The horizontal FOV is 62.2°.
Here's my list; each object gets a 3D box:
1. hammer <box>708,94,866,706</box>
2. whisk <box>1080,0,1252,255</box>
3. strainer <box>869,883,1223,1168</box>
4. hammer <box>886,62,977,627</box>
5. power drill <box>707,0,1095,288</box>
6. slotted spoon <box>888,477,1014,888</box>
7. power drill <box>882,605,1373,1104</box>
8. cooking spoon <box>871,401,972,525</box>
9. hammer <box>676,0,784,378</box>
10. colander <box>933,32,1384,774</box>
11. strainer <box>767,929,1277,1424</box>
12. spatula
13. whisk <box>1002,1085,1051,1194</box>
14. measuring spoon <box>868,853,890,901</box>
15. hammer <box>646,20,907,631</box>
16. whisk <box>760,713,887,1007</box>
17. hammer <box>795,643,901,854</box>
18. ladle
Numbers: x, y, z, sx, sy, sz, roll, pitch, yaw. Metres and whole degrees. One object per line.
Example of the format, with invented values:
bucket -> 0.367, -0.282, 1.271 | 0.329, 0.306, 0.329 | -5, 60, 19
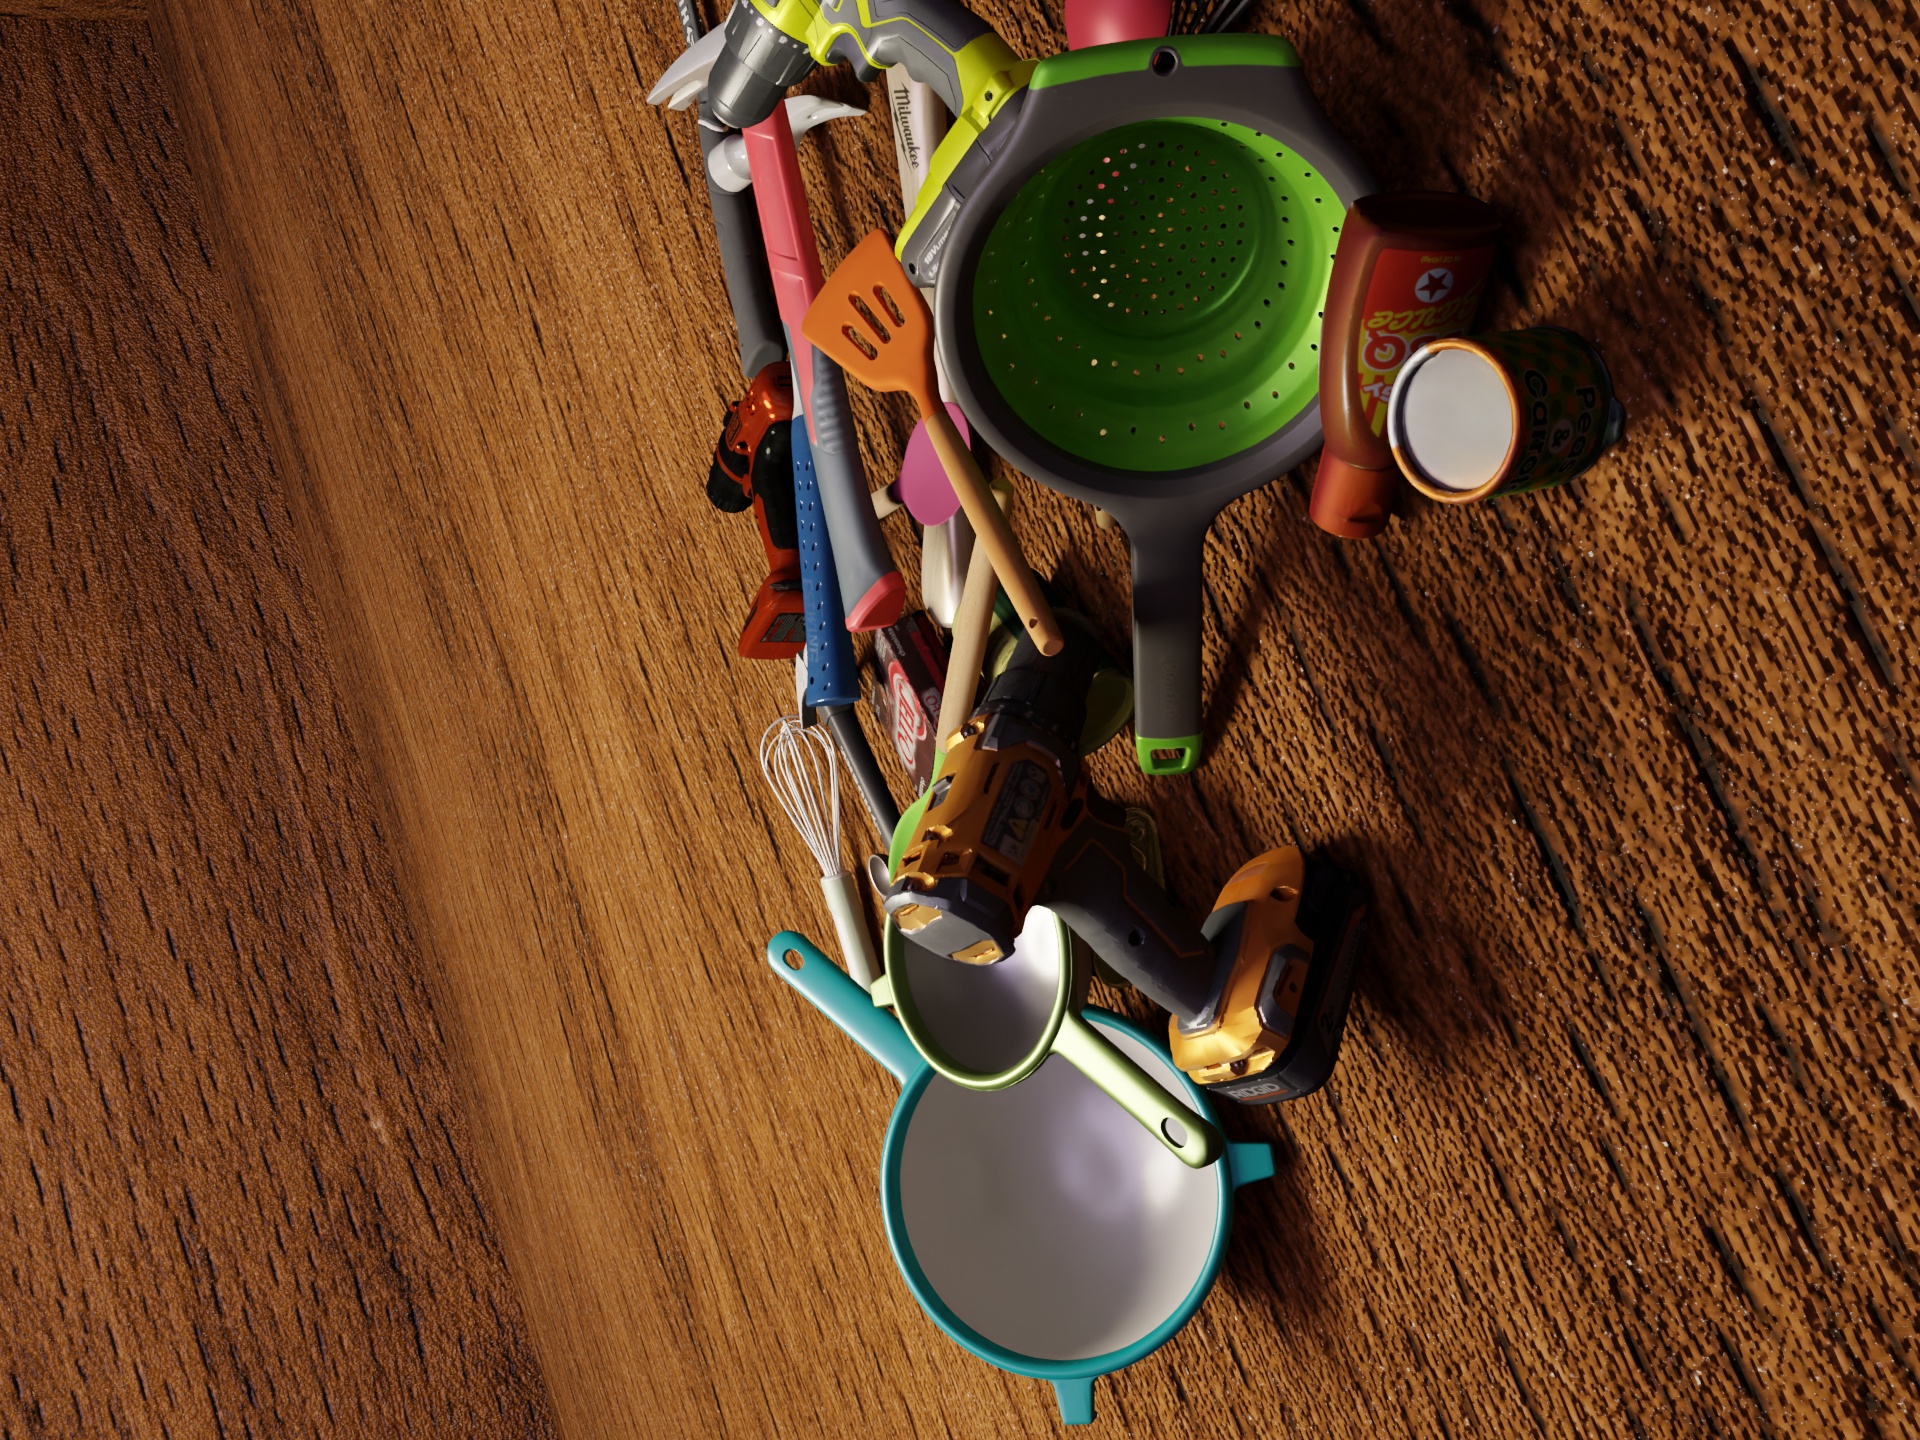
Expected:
hammer -> -0.100, -0.213, 1.055 | 0.144, 0.035, 0.405 | -11, 83, 49
whisk -> 0.101, -0.310, 0.763 | 0.055, 0.055, 0.238 | 61, 149, 23
strainer -> 0.061, 0.153, 0.869 | 0.257, 0.069, 0.151 | 36, 114, 40
hammer -> -0.009, -0.259, 0.964 | 0.146, 0.038, 0.410 | 15, 114, 53
power drill -> -0.038, -0.347, 0.866 | 0.228, 0.080, 0.190 | 53, 129, 11
slotted spoon -> -0.001, -0.003, 0.934 | 0.070, 0.031, 0.313 | 49, 141, 39
power drill -> 0.089, 0.064, 0.776 | 0.084, 0.226, 0.185 | -35, 27, 56
cooking spoon -> -0.045, -0.143, 1.019 | 0.319, 0.017, 0.069 | 173, 94, -70
hammer -> -0.190, -0.458, 1.174 | 0.149, 0.036, 0.409 | -6, 97, 59
colander -> 0.098, -0.144, 0.781 | 0.095, 0.204, 0.396 | -88, -7, -49
strainer -> 0.019, 0.240, 0.977 | 0.341, 0.095, 0.211 | 36, 92, 24
spatula -> -0.012, -0.149, 0.850 | 0.081, 0.041, 0.323 | -46, 44, 24
whisk -> 0.049, 0.210, 1.033 | 0.073, 0.073, 0.296 | 14, 107, 55
measuring spoon -> -0.039, 0.156, 1.192 | 0.034, 0.018, 0.124 | -13, 98, 61
hammer -> -0.106, -0.243, 0.996 | 0.143, 0.038, 0.386 | -13, 88, 41
whisk -> -0.100, 0.114, 1.238 | 0.058, 0.059, 0.246 | -5, 102, 70
hammer -> -0.038, 0.103, 1.123 | 0.335, 0.035, 0.146 | 65, 166, 9
ladle -> 0.075, -0.234, 0.800 | 0.069, 0.031, 0.315 | 41, 146, 42
